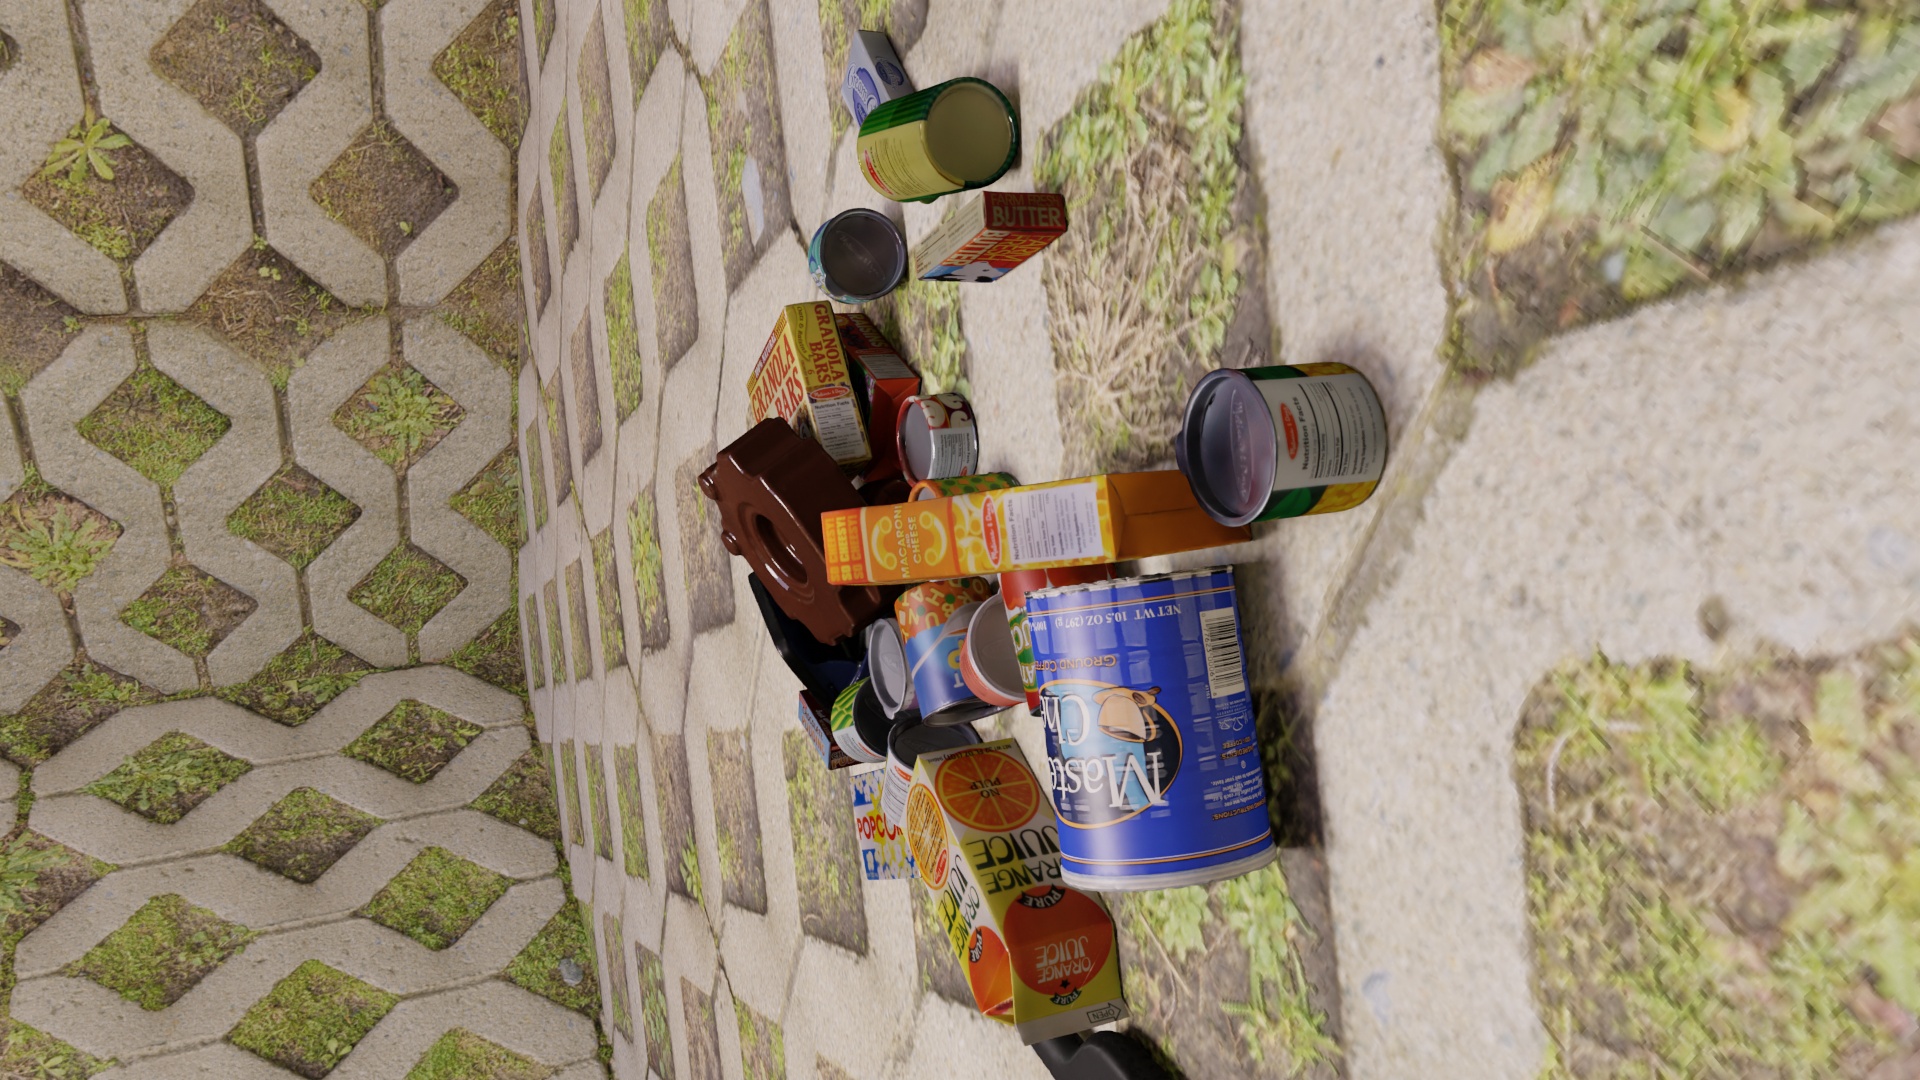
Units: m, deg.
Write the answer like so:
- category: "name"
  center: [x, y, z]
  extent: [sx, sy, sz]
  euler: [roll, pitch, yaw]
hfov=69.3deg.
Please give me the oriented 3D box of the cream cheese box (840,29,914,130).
- category: "cream cheese box"
  center: [-0.055, -0.309, 0.984]
  extent: [0.053, 0.024, 0.104]
  euler: [114, 142, -47]

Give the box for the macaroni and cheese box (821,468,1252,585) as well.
- category: "macaroni and cheese box"
  center: [0.035, -0.006, 0.666]
  extent: [0.166, 0.124, 0.040]
  euler: [-7, 89, 39]

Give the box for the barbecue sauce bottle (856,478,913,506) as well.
- category: "barbecue sauce bottle"
  center: [-0.061, -0.014, 1.033]
  extent: [0.065, 0.044, 0.148]
  euler: [46, 165, -15]

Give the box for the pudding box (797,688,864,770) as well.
- category: "pudding box"
  center: [-0.101, 0.155, 1.167]
  extent: [0.084, 0.050, 0.030]
  euler: [-132, 41, -53]

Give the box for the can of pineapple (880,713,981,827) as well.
- category: "can of pineapple"
  center: [-0.020, 0.163, 0.976]
  extent: [0.071, 0.071, 0.057]
  euler: [-127, 38, -48]

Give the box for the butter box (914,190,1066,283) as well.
- category: "butter box"
  center: [0.016, -0.179, 0.826]
  extent: [0.103, 0.053, 0.024]
  euler: [163, 103, -65]

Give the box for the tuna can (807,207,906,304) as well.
- category: "tuna can"
  center: [-0.076, -0.202, 1.002]
  extent: [0.033, 0.071, 0.071]
  euler: [-176, 81, -67]

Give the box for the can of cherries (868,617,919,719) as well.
- category: "can of cherries"
  center: [-0.026, 0.086, 0.977]
  extent: [0.071, 0.058, 0.071]
  euler: [26, 119, 61]

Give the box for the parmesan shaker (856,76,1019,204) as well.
- category: "parmesan shaker"
  center: [-0.013, -0.245, 0.863]
  extent: [0.103, 0.071, 0.071]
  euler: [18, 112, 63]

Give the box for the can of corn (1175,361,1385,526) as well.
- category: "can of corn"
  center: [0.135, -0.042, 0.591]
  extent: [0.071, 0.058, 0.071]
  euler: [174, 89, -66]

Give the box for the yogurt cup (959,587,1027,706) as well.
- category: "yogurt cup"
  center: [0.032, 0.069, 0.841]
  extent: [0.053, 0.072, 0.072]
  euler: [126, 132, -67]

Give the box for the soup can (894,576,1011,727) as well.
- category: "soup can"
  center: [-0.001, 0.071, 0.910]
  extent: [0.071, 0.071, 0.084]
  euler: [131, 128, -58]

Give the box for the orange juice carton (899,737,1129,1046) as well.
- category: "orange juice carton"
  center: [0.032, 0.222, 0.866]
  extent: [0.193, 0.072, 0.072]
  euler: [-120, 33, -42]

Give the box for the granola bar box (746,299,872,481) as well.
- category: "granola bar box"
  center: [-0.119, -0.094, 1.061]
  extent: [0.165, 0.039, 0.124]
  euler: [142, 115, -67]

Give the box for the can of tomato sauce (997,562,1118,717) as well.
- category: "can of tomato sauce"
  center: [0.059, 0.049, 0.765]
  extent: [0.071, 0.071, 0.083]
  euler: [137, 124, -60]

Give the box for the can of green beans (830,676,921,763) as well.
- category: "can of green beans"
  center: [-0.059, 0.134, 1.050]
  extent: [0.057, 0.071, 0.071]
  euler: [149, 112, -64]

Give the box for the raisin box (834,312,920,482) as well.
- category: "raisin box"
  center: [-0.075, -0.111, 1.059]
  extent: [0.124, 0.040, 0.085]
  euler: [-127, 37, -49]

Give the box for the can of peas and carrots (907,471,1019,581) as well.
- category: "can of peas and carrots"
  center: [0.003, -0.011, 0.888]
  extent: [0.071, 0.059, 0.071]
  euler: [175, 89, -65]

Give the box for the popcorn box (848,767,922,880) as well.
- category: "popcorn box"
  center: [-0.044, 0.216, 1.070]
  extent: [0.126, 0.038, 0.085]
  euler: [148, 113, -63]

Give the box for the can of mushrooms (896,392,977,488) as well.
- category: "can of mushrooms"
  center: [-0.018, -0.068, 0.951]
  extent: [0.071, 0.033, 0.071]
  euler: [174, 89, -66]
